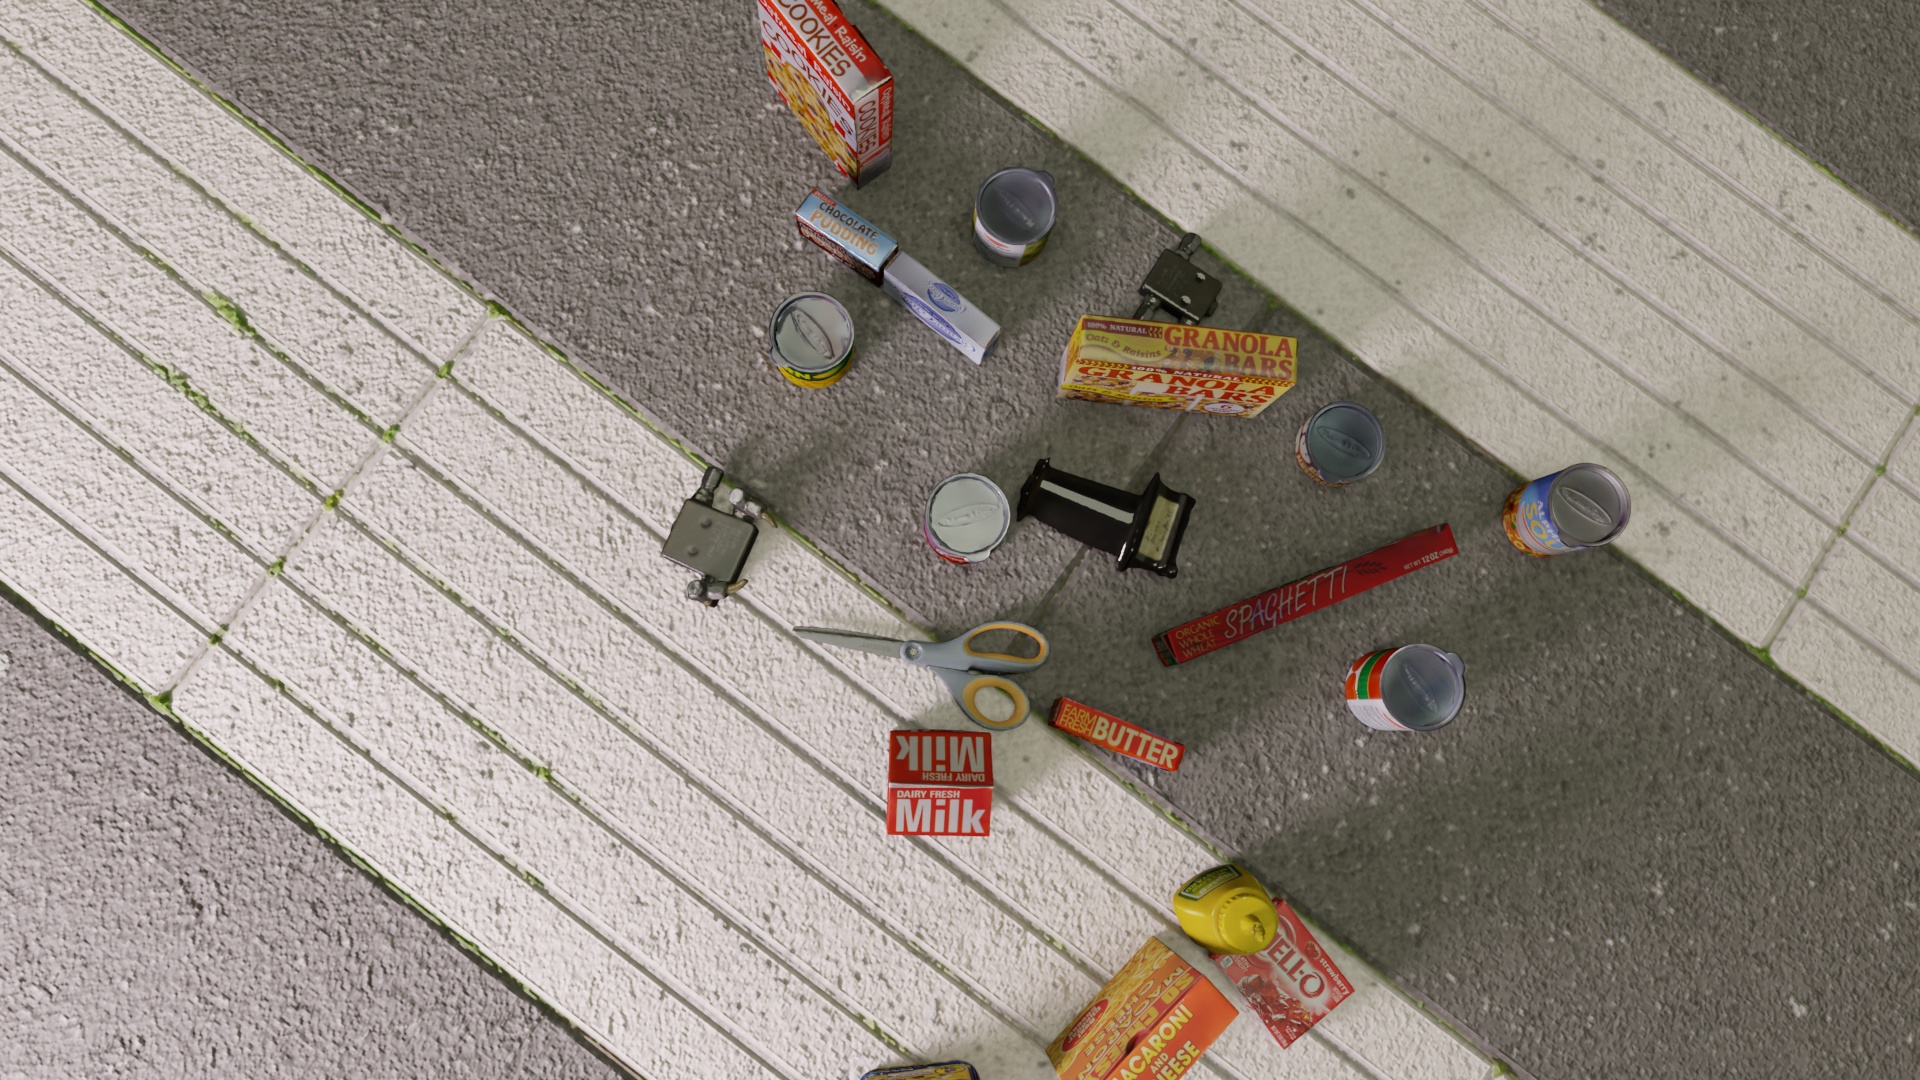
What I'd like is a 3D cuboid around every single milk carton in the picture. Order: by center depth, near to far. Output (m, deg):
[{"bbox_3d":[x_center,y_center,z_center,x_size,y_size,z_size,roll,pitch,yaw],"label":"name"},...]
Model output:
[{"bbox_3d":[-0.017,0.173,1.000,0.072,0.190,0.073,2,82,-3],"label":"milk carton"}]

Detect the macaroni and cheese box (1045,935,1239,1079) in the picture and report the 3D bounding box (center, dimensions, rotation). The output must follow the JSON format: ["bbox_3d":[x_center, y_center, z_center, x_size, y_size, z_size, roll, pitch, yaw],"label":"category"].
[{"bbox_3d":[0.125,0.353,0.996,0.040,0.166,0.124,45,82,3],"label":"macaroni and cheese box"}]

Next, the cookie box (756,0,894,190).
[{"bbox_3d":[-0.104,-0.361,1.084,0.040,0.167,0.123,-38,86,-8],"label":"cookie box"}]

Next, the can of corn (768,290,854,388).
[{"bbox_3d":[-0.120,-0.157,1.108,0.071,0.058,0.071,1,82,-4],"label":"can of corn"}]

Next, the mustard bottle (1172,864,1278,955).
[{"bbox_3d":[0.200,0.272,1.015,0.065,0.160,0.049,-28,85,-7],"label":"mustard bottle"}]

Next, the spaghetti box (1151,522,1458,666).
[{"bbox_3d":[0.274,0.044,1.109,0.250,0.050,0.028,-21,84,-6],"label":"spaghetti box"}]

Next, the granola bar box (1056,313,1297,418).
[{"bbox_3d":[0.166,-0.136,1.091,0.166,0.124,0.039,6,82,-3],"label":"granola bar box"}]

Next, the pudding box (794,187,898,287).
[{"bbox_3d":[-0.091,-0.246,1.127,0.084,0.049,0.030,35,82,2],"label":"pudding box"}]

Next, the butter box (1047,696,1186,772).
[{"bbox_3d":[0.120,0.151,1.082,0.103,0.053,0.024,22,82,0],"label":"butter box"}]

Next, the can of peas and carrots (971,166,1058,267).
[{"bbox_3d":[0.045,-0.265,1.135,0.071,0.058,0.071,1,82,-4],"label":"can of peas and carrots"}]

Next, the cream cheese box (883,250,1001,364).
[{"bbox_3d":[-0.015,-0.187,1.122,0.104,0.053,0.024,38,82,2],"label":"cream cheese box"}]

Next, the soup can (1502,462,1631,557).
[{"bbox_3d":[0.483,-0.021,1.116,0.071,0.083,0.071,1,82,-4],"label":"soup can"}]

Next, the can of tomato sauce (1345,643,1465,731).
[{"bbox_3d":[0.347,0.114,1.087,0.071,0.083,0.071,1,82,-4],"label":"can of tomato sauce"}]

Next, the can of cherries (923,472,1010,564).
[{"bbox_3d":[0.004,-0.014,1.096,0.071,0.058,0.071,1,82,-4],"label":"can of cherries"}]

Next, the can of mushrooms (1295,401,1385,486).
[{"bbox_3d":[0.309,-0.076,1.138,0.071,0.033,0.071,1,82,-4],"label":"can of mushrooms"}]
